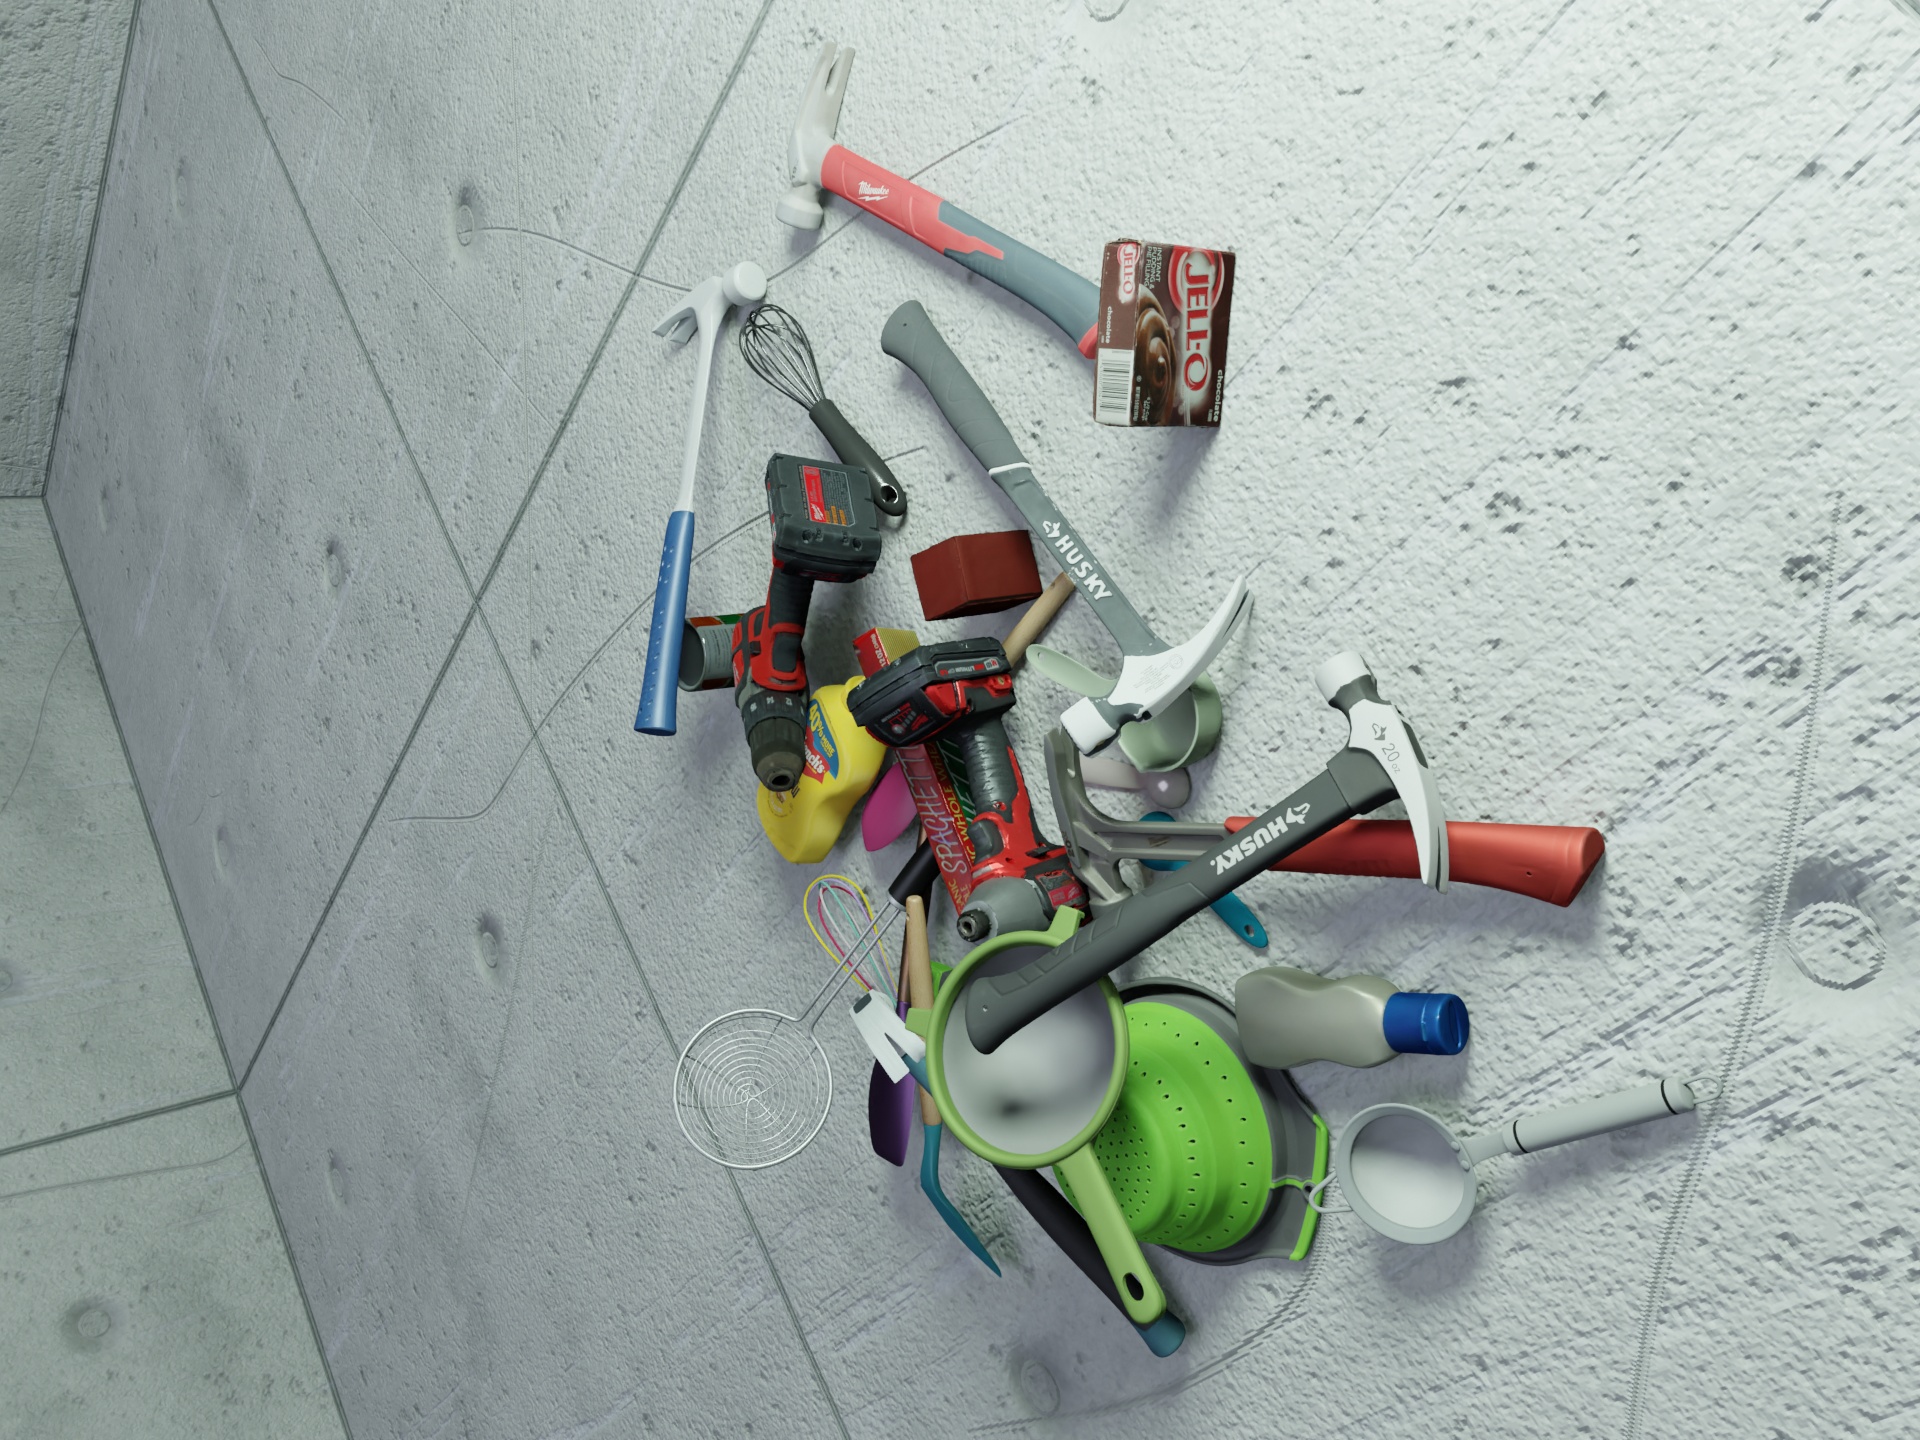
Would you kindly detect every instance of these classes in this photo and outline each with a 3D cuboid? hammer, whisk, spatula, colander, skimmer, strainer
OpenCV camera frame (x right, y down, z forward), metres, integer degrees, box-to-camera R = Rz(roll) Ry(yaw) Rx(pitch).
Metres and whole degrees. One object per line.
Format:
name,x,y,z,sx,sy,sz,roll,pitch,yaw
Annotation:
hammer,0.135,0.109,0.952,0.334,0.035,0.146,-37,57,22
hammer,-0.005,-0.374,1.164,0.387,0.038,0.143,40,122,36
hammer,0.208,0.068,0.977,0.359,0.037,0.149,-2,110,43
whisk,-0.057,0.229,1.323,0.245,0.047,0.051,55,144,20
hammer,0.039,0.325,1.151,0.331,0.033,0.128,47,174,5
spatula,-0.042,0.199,1.279,0.060,0.018,0.316,13,96,50
colander,0.071,0.264,1.145,0.397,0.094,0.204,21,112,44
skimmer,-0.091,0.193,1.241,0.127,0.090,0.363,39,106,7
whisk,-0.111,-0.254,1.299,0.239,0.055,0.055,54,131,21
hammer,-0.241,-0.188,1.374,0.144,0.035,0.406,-7,74,50
strainer,0.315,0.243,0.916,0.258,0.050,0.087,-32,79,40
hammer,0.048,-0.165,1.113,0.149,0.036,0.409,-36,58,7
spatula,-0.015,0.287,1.247,0.082,0.044,0.317,19,116,61
strainer,0.077,0.258,1.018,0.151,0.069,0.257,-37,61,20

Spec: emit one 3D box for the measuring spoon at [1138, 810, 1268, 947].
measuring spoon,0.158,0.111,1.077,0.129,0.021,0.042,45,127,34

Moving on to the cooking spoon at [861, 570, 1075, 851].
cooking spoon,-0.002,-0.004,1.228,0.318,0.017,0.069,-51,36,36

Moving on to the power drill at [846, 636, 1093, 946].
power drill,0.013,0.057,1.123,0.078,0.143,0.220,-31,79,35

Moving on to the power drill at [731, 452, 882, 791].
power drill,-0.131,-0.074,1.254,0.188,0.080,0.226,-102,26,-45

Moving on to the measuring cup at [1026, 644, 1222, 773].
measuring cup,0.112,-0.021,1.096,0.168,0.038,0.083,30,118,43

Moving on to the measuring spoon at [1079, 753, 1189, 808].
measuring spoon,0.109,0.040,1.122,0.124,0.018,0.034,9,104,47
